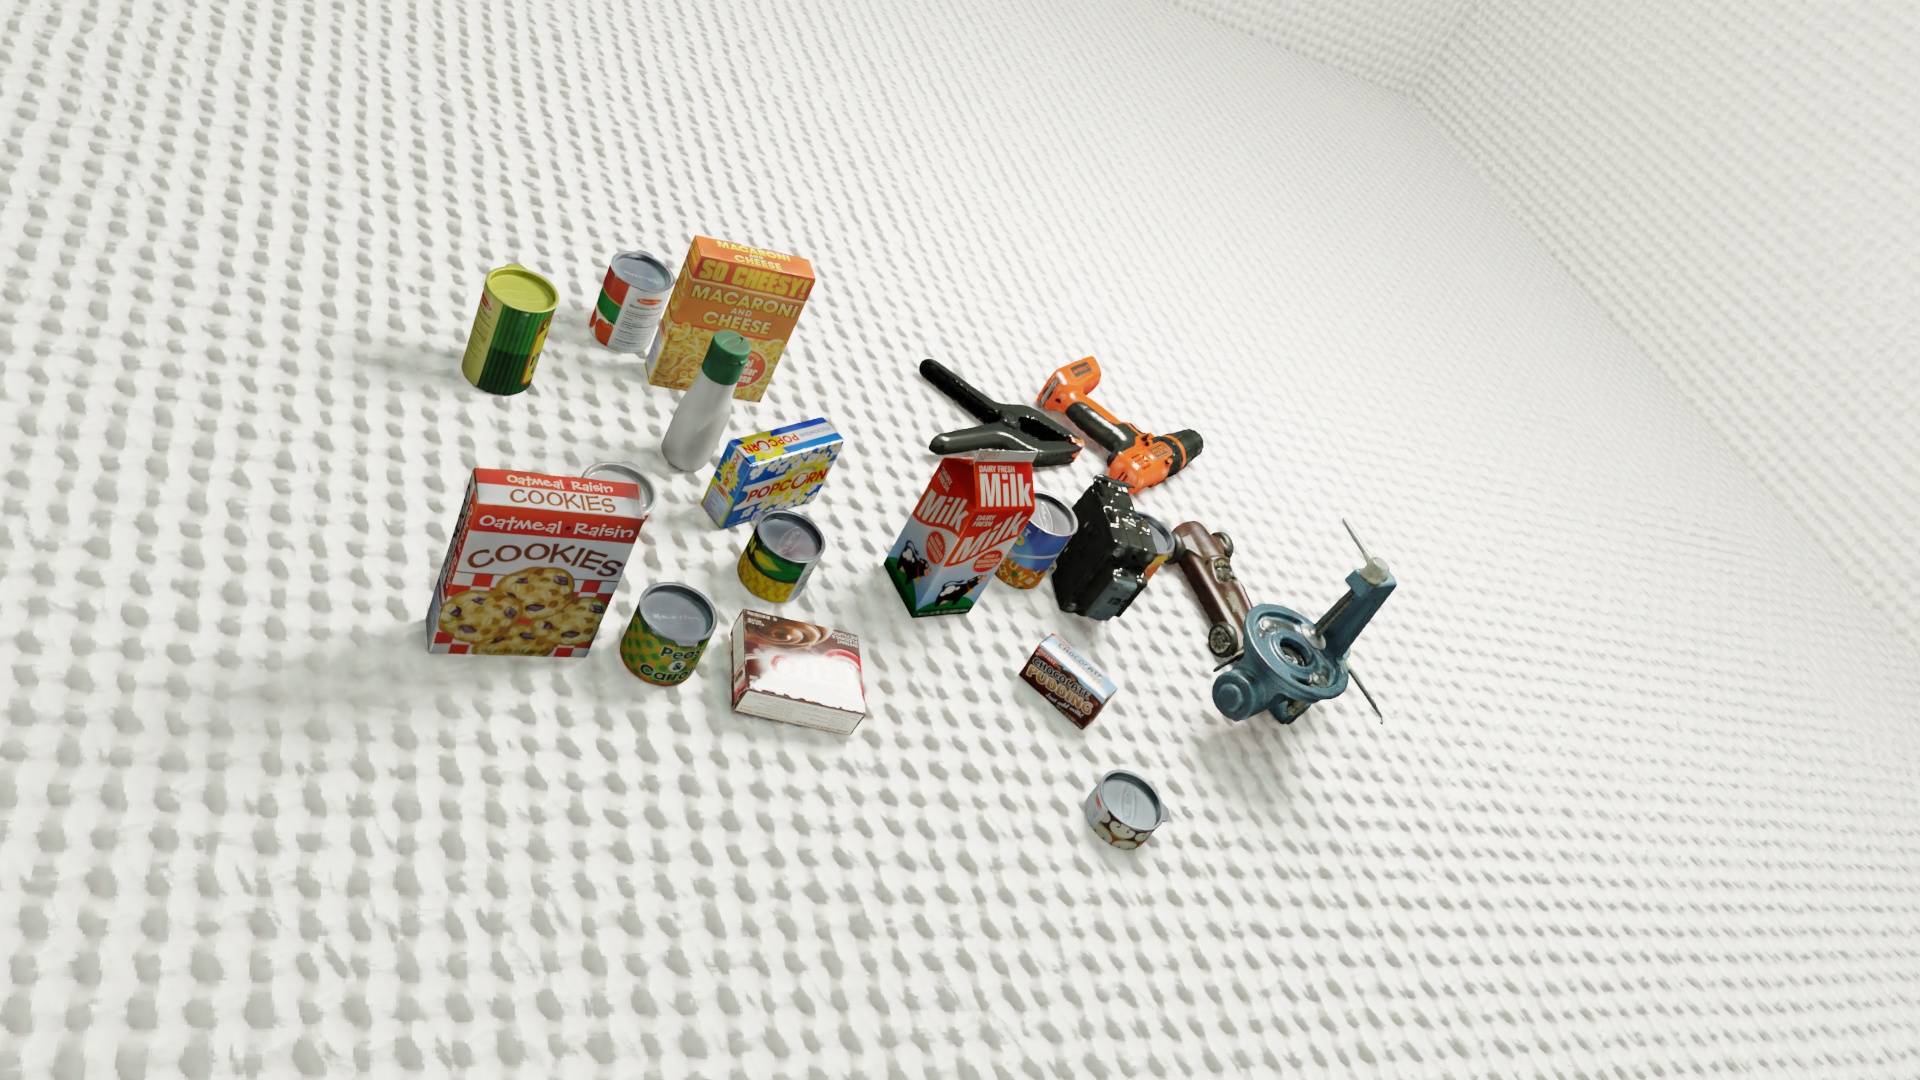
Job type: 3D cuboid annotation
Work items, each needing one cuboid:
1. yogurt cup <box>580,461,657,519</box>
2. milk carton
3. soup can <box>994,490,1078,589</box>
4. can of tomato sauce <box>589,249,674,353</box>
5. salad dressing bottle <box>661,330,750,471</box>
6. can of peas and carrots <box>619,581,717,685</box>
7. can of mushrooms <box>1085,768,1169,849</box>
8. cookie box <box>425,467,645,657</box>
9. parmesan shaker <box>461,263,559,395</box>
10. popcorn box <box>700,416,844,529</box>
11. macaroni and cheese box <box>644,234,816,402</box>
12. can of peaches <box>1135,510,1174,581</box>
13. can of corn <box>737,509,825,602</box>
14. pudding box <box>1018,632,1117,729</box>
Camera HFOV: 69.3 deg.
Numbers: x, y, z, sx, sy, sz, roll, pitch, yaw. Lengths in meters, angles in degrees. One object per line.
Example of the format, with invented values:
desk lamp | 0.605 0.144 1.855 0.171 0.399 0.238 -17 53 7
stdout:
yogurt cup | -0.307 -0.028 1.221 0.072 0.053 0.073 20 38 -16
milk carton | 0.005 -0.017 1.317 0.072 0.189 0.074 -1 47 -37
soup can | 0.071 -0.001 1.437 0.071 0.083 0.072 20 38 -16
can of tomato sauce | -0.339 -0.246 1.428 0.071 0.082 0.071 20 38 -16
salad dressing bottle | -0.239 -0.132 1.312 0.044 0.147 0.064 40 37 10
can of peas and carrots | -0.240 0.079 1.141 0.071 0.058 0.071 20 38 -16
can of mushrooms | 0.150 0.243 1.251 0.071 0.033 0.071 20 38 -16
cookie box | -0.325 0.020 1.056 0.123 0.166 0.040 5 44 -32
parmesan shaker | -0.420 -0.196 1.294 0.071 0.102 0.072 20 38 -16
popcorn box | -0.179 -0.066 1.331 0.038 0.084 0.127 46 39 19
macaroni and cheese box | -0.235 -0.222 1.405 0.124 0.165 0.040 7 43 -31
can of peaches | 0.195 0.010 1.536 0.071 0.057 0.071 20 38 -16
can of corn | -0.167 0.013 1.270 0.071 0.058 0.071 20 38 -16
pudding box | 0.103 0.135 1.331 0.084 0.049 0.030 41 37 12
